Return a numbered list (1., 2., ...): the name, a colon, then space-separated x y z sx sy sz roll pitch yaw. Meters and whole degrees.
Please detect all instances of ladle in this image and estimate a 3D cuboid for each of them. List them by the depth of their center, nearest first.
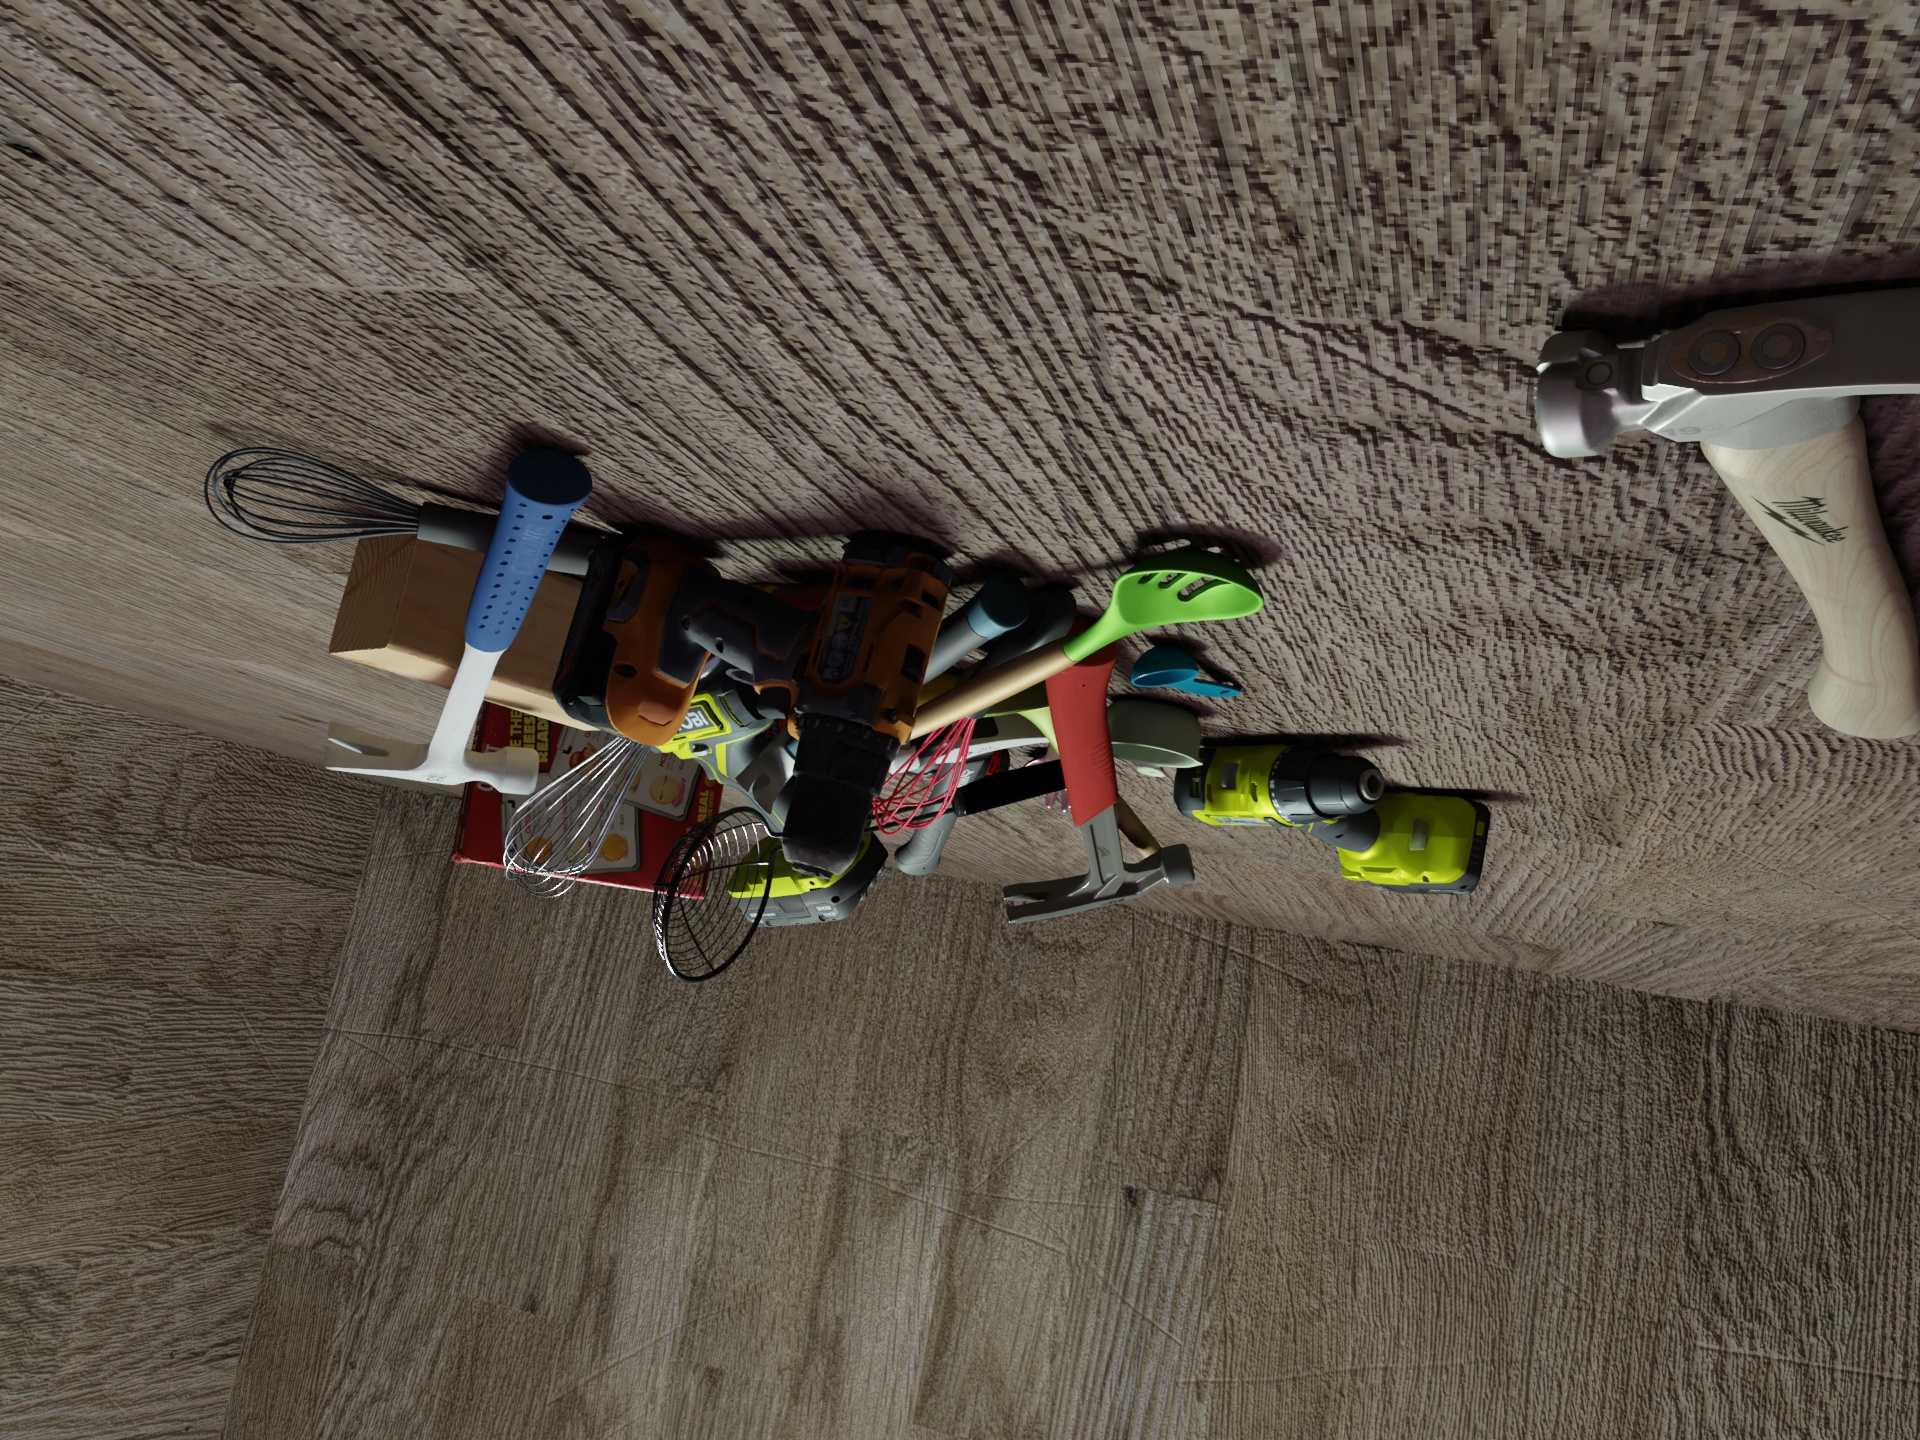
1. ladle: 0.090 0.048 1.168 0.078 0.062 0.319 -5 146 31

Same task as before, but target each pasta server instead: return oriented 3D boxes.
1. pasta server: 0.081 0.032 1.366 0.060 0.040 0.316 21 170 4

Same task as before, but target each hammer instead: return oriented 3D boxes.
1. hammer: 0.346 -0.054 0.602 0.146 0.038 0.410 2 167 36
2. hammer: -0.297 -0.044 0.971 0.144 0.035 0.405 7 154 -24
3. hammer: -0.051 -0.020 1.000 0.033 0.128 0.331 47 147 -8
4. hammer: 0.081 0.044 1.096 0.149 0.037 0.358 -12 148 3
5. hammer: -0.007 0.065 1.303 0.146 0.035 0.334 -13 161 -14

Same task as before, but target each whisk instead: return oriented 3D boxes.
1. whisk: -0.319 -0.116 0.944 0.239 0.055 0.055 10 171 -17
2. whisk: -0.002 -0.003 1.001 0.073 0.073 0.295 14 148 -20
3. whisk: -0.232 0.018 1.112 0.070 0.284 0.070 38 -161 -16

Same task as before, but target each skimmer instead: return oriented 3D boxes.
1. skimmer: -0.048 0.091 1.149 0.363 0.127 0.090 -14 -144 -17

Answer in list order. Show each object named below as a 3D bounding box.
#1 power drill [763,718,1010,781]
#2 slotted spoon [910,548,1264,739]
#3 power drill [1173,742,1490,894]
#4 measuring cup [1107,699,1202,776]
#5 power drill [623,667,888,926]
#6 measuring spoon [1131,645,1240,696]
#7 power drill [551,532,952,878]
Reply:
1. power drill: -0.093 0.018 1.375 0.227 0.080 0.187 -1 165 37
2. slotted spoon: 0.044 -0.033 0.877 0.070 0.031 0.314 19 153 -32
3. power drill: 0.307 0.073 1.249 0.228 0.080 0.190 20 167 -31
4. measuring cup: 0.146 0.016 1.213 0.083 0.038 0.167 9 172 10
5. power drill: -0.169 0.051 1.226 0.171 0.080 0.223 -11 122 38
6. measuring spoon: 0.148 -0.031 1.016 0.042 0.021 0.128 -14 167 31
7. power drill: -0.123 -0.016 0.902 0.226 0.185 0.084 8 168 31
